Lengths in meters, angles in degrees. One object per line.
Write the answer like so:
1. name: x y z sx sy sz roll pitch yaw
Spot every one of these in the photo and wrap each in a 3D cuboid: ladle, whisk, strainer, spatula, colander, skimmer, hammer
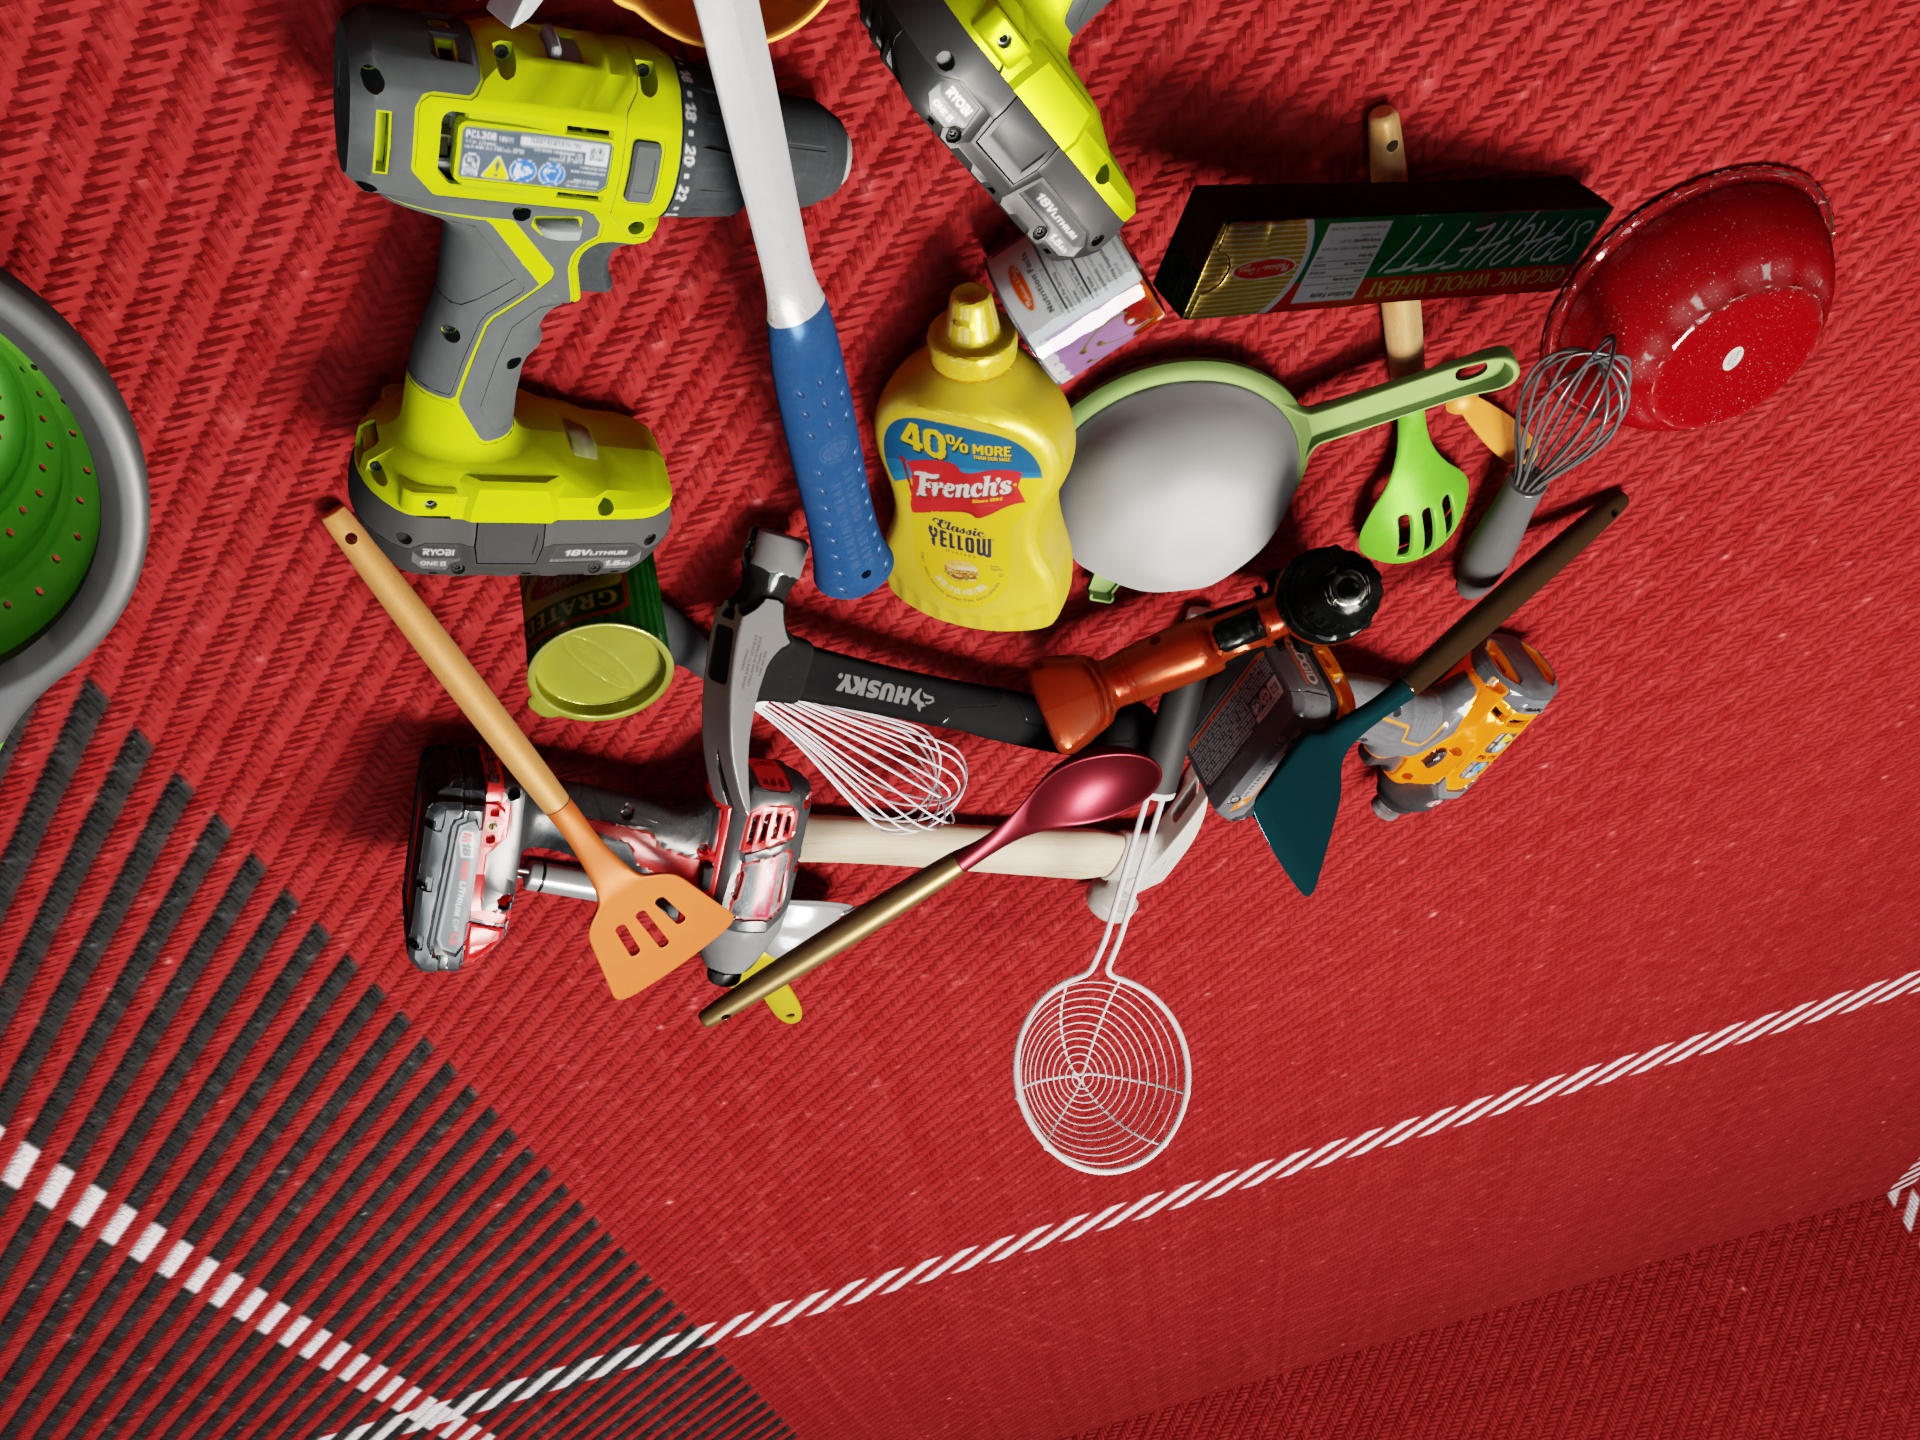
1. ladle: -0.022 0.100 0.952 0.315 0.031 0.069 -32 139 4
2. whisk: 0.317 -0.131 0.889 0.055 0.055 0.238 -13 155 -6
3. strainer: -0.175 0.122 1.038 0.258 0.050 0.087 14 160 -26
4. strainer: 0.163 -0.125 0.814 0.256 0.069 0.151 -17 142 13
5. spatula: 0.288 -0.031 0.935 0.317 0.044 0.082 -41 121 -8
6. colander: -0.395 -0.173 0.561 0.204 0.095 0.396 4 120 -25
7. skimmer: 0.119 0.112 0.993 0.127 0.090 0.363 5 114 -19
8. whisk: -0.096 -0.004 0.905 0.070 0.070 0.284 -36 134 23
9. hammer: -0.033 0.075 1.042 0.410 0.038 0.146 4 136 -26
10. hammer: -0.072 -0.167 0.625 0.144 0.035 0.405 -36 155 -14
11. hammer: -0.001 -0.003 0.917 0.334 0.035 0.146 12 96 -41
12. spatula: -0.225 0.023 0.823 0.081 0.041 0.322 -35 118 -10

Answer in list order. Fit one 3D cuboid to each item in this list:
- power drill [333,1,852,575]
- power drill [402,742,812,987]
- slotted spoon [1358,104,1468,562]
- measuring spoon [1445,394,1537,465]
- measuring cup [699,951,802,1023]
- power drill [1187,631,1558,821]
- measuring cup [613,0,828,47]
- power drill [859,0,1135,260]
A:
1. power drill: -0.157 -0.169 0.653 0.190 0.080 0.228 -3 139 -27
2. power drill: -0.202 0.088 0.918 0.219 0.079 0.143 5 111 -24
3. slotted spoon: 0.231 -0.182 0.829 0.070 0.031 0.313 -26 141 0
4. measuring spoon: 0.297 -0.161 0.878 0.116 0.011 0.021 17 113 -49
5. measuring cup: -0.141 0.194 1.154 0.062 0.029 0.156 -18 141 2
6. power drill: 0.261 0.012 1.044 0.226 0.084 0.164 1 140 -28
7. measuring cup: -0.101 -0.308 0.520 0.095 0.052 0.173 -26 140 11
8. power drill: 0.089 -0.288 0.600 0.223 0.080 0.171 -36 139 18
